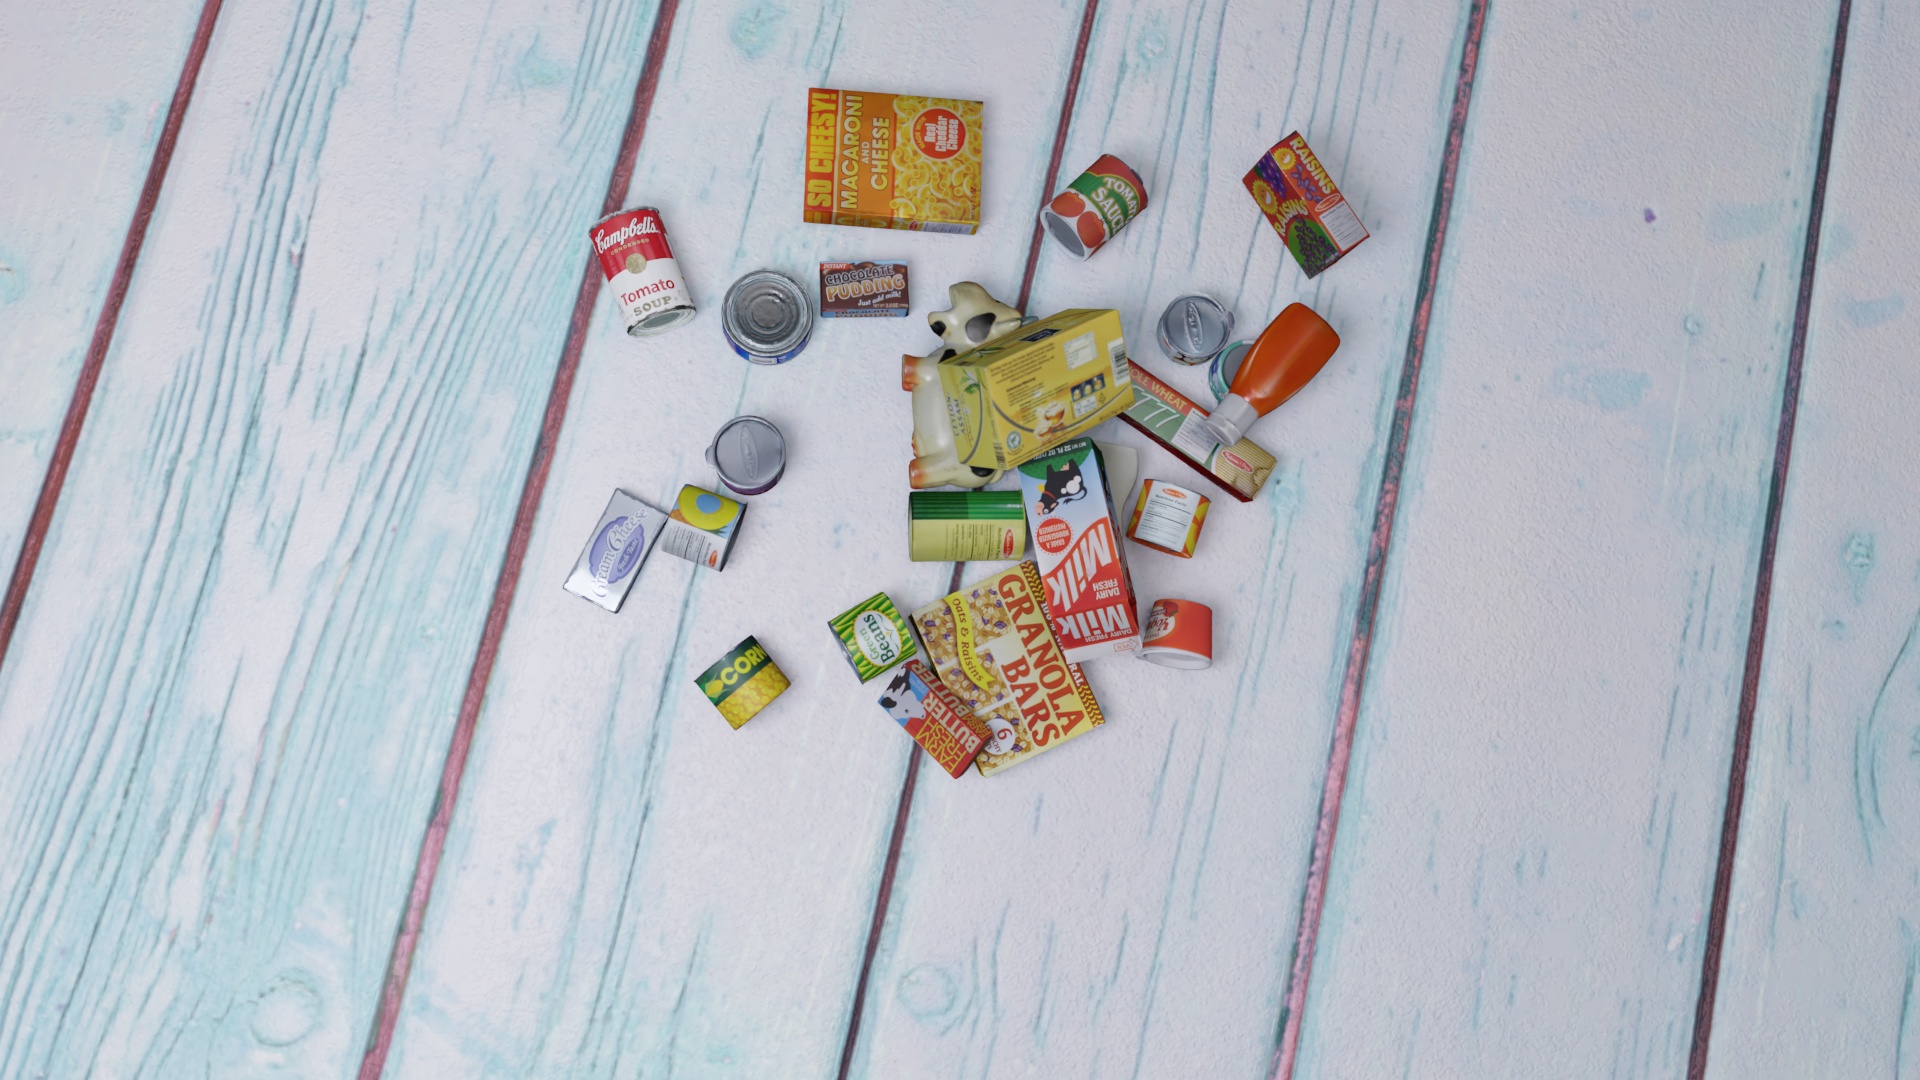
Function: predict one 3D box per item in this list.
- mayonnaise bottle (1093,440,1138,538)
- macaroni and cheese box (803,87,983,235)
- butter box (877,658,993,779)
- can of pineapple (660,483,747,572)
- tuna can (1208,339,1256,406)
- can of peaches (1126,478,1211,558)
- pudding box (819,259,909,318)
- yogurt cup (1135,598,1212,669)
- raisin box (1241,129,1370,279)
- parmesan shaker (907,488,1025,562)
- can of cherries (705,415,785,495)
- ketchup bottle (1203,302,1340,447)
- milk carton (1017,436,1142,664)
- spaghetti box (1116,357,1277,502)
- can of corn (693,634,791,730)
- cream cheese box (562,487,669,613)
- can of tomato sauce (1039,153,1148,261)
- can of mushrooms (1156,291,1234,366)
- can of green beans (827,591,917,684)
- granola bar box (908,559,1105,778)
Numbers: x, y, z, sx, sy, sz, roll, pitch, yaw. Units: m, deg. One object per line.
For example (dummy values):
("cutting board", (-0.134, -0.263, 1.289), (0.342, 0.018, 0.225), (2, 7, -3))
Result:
("mayonnaise bottle", (0.126, -0.018, 1.307), (0.065, 0.041, 0.148), (10, 83, 2))
("macaroni and cheese box", (-0.064, -0.360, 1.325), (0.167, 0.040, 0.124), (3, 83, -7))
("butter box", (-0.022, 0.160, 1.248), (0.103, 0.024, 0.053), (43, 119, 18))
("can of pineapple", (-0.230, -0.013, 1.250), (0.058, 0.071, 0.071), (20, 81, -4))
("tuna can", (0.275, -0.158, 1.347), (0.071, 0.033, 0.071), (1, 83, -7))
("can of peaches", (0.195, -0.020, 1.303), (0.071, 0.071, 0.058), (20, 86, -4))
("pudding box", (-0.091, -0.238, 1.312), (0.084, 0.030, 0.049), (-2, 82, -8))
("yogurt cup", (0.204, 0.087, 1.293), (0.072, 0.072, 0.054), (12, 74, -6))
("raisin box", (0.334, -0.324, 1.347), (0.040, 0.086, 0.123), (-34, 88, -8))
("parmesan shaker", (0.005, -0.016, 1.276), (0.103, 0.071, 0.071), (0, 83, -6))
("can of cherries", (-0.195, -0.077, 1.265), (0.071, 0.058, 0.071), (1, 84, -7))
("ketchup bottle", (0.289, -0.153, 1.307), (0.065, 0.043, 0.149), (42, 80, 1))
("milk carton", (0.109, 0.011, 1.245), (0.072, 0.073, 0.191), (-13, 80, 12))
("spaghetti box", (0.187, -0.126, 1.333), (0.250, 0.028, 0.050), (34, 80, -2))
("can of corn", (-0.192, 0.126, 1.234), (0.071, 0.071, 0.058), (-39, 90, -10))
("cream cheese box", (-0.311, 0.010, 1.256), (0.053, 0.024, 0.104), (27, 81, -3))
("can of tomato sauce", (0.129, -0.317, 1.329), (0.083, 0.071, 0.071), (-43, 90, -9))
("can of mushrooms", (0.227, -0.204, 1.345), (0.071, 0.033, 0.071), (1, 81, -5))
("can of green beans", (-0.079, 0.088, 1.255), (0.058, 0.071, 0.071), (-29, 88, -10))
("granola bar box", (0.042, 0.118, 1.280), (0.124, 0.039, 0.165), (-24, 86, -8))
